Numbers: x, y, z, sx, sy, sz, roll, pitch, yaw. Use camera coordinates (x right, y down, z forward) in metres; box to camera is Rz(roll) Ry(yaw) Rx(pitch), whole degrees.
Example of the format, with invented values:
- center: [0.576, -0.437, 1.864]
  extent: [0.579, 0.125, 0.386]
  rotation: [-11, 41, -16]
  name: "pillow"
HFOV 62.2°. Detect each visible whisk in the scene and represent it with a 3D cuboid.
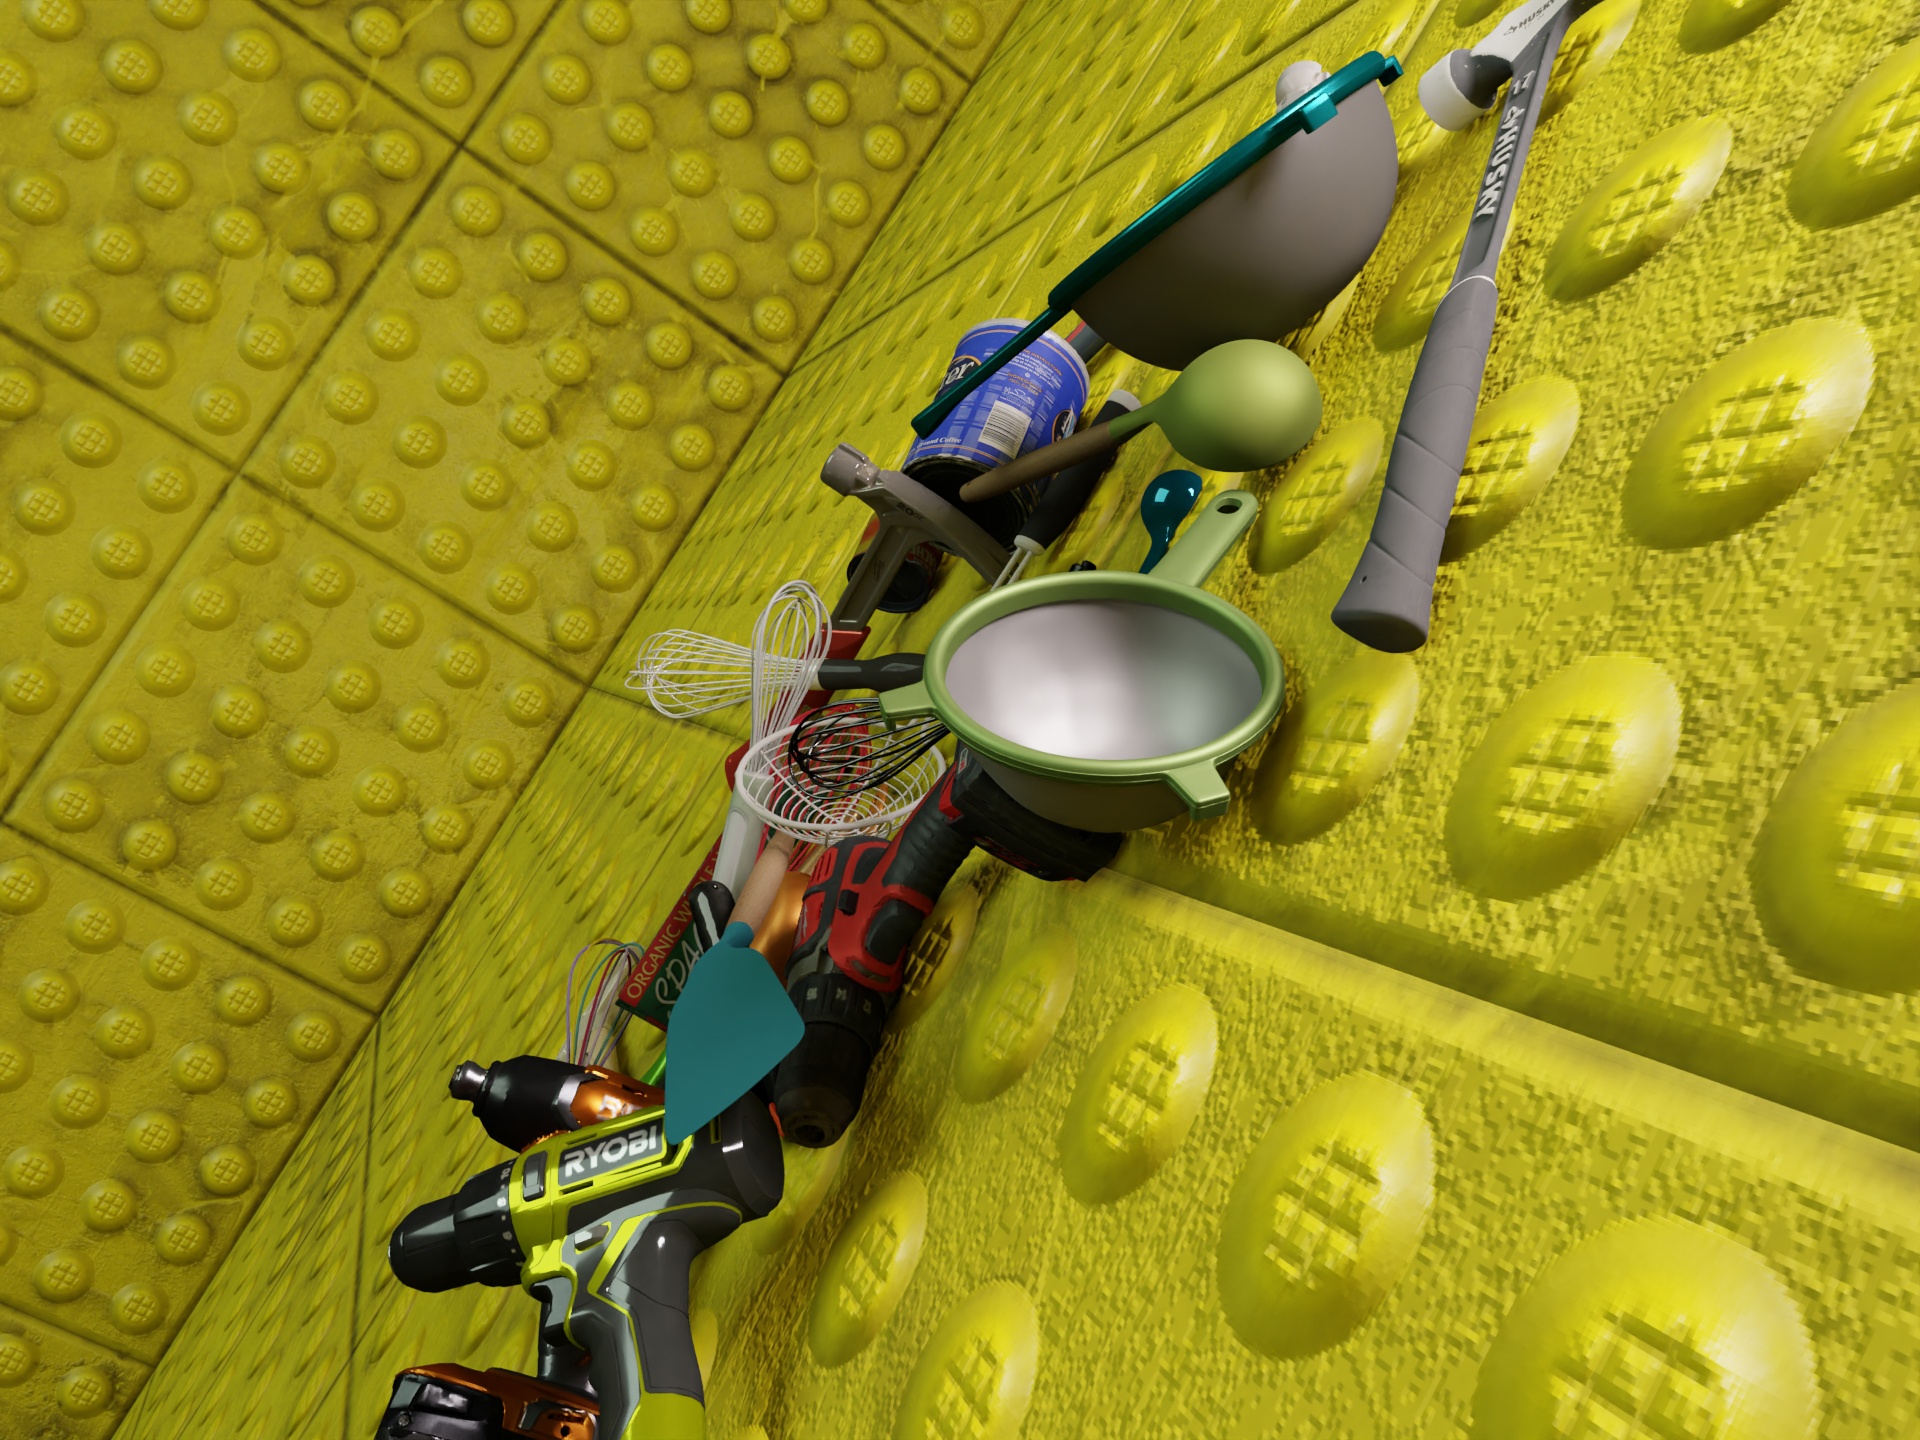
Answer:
- center: [-0.002, -0.002, 0.861]
  extent: [0.239, 0.055, 0.055]
  rotation: [-17, 39, 34]
  name: "whisk"
- center: [-0.138, 0.118, 1.078]
  extent: [0.296, 0.073, 0.073]
  rotation: [-64, 18, -5]
  name: "whisk"
- center: [-0.132, 0.028, 1.039]
  extent: [0.058, 0.059, 0.246]
  rotation: [13, 89, 33]
  name: "whisk"
- center: [-0.255, 0.244, 1.084]
  extent: [0.051, 0.047, 0.245]
  rotation: [-10, 40, 13]
  name: "whisk"
- center: [-0.127, -0.034, 1.140]
  extent: [0.285, 0.070, 0.070]
  rotation: [1, 53, 32]
  name: "whisk"

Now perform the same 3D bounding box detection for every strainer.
- center: [0.113, -0.226, 0.892]
  extent: [0.340, 0.095, 0.211]
  rotation: [-32, 9, 35]
  name: "strainer"
- center: [0.084, -0.026, 0.720]
  extent: [0.256, 0.151, 0.069]
  rotation: [-48, -34, -47]
  name: "strainer"

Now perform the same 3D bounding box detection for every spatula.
- center: [-0.107, 0.114, 0.838]
  extent: [0.082, 0.044, 0.317]
  rotation: [-41, 8, 9]
  name: "spatula"

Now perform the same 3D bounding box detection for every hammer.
- center: [-0.240, 0.273, 1.111]
  extent: [0.146, 0.038, 0.411]
  rotation: [-56, 18, -3]
  name: "hammer"
- center: [0.119, -0.295, 1.144]
  extent: [0.386, 0.038, 0.143]
  rotation: [-39, 26, 43]
  name: "hammer"
- center: [0.229, -0.195, 0.695]
  extent: [0.149, 0.036, 0.409]
  rotation: [-28, 34, 54]
  name: "hammer"
- center: [-0.092, -0.040, 1.180]
  extent: [0.037, 0.149, 0.359]
  rotation: [-54, -1, -45]
  name: "hammer"

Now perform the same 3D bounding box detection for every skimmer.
- center: [-0.002, -0.075, 0.996]
  extent: [0.127, 0.090, 0.363]
  rotation: [27, 79, 39]
  name: "skimmer"

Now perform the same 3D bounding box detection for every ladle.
- center: [0.085, -0.151, 0.913]
  extent: [0.078, 0.062, 0.320]
  rotation: [-51, 18, -20]
  name: "ladle"

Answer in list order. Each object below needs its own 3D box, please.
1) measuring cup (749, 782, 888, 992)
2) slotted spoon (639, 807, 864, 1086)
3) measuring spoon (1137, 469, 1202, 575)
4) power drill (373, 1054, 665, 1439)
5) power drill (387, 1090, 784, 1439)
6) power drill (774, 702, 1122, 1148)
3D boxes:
- center: [-0.093, 0.101, 0.990]
  extent: [0.095, 0.052, 0.174]
  rotation: [-31, 33, 54]
  name: "measuring cup"
- center: [-0.161, 0.180, 1.016]
  extent: [0.314, 0.031, 0.070]
  rotation: [-53, 21, -16]
  name: "slotted spoon"
- center: [0.097, -0.090, 0.871]
  extent: [0.042, 0.021, 0.129]
  rotation: [-26, 33, 58]
  name: "measuring spoon"
- center: [-0.218, 0.285, 0.823]
  extent: [0.084, 0.164, 0.227]
  rotation: [125, 165, -51]
  name: "power drill"
- center: [-0.171, 0.280, 0.690]
  extent: [0.190, 0.080, 0.229]
  rotation: [-19, 41, 8]
  name: "power drill"
- center: [-0.018, 0.090, 0.785]
  extent: [0.226, 0.080, 0.188]
  rotation: [-48, 19, 34]
  name: "power drill"
